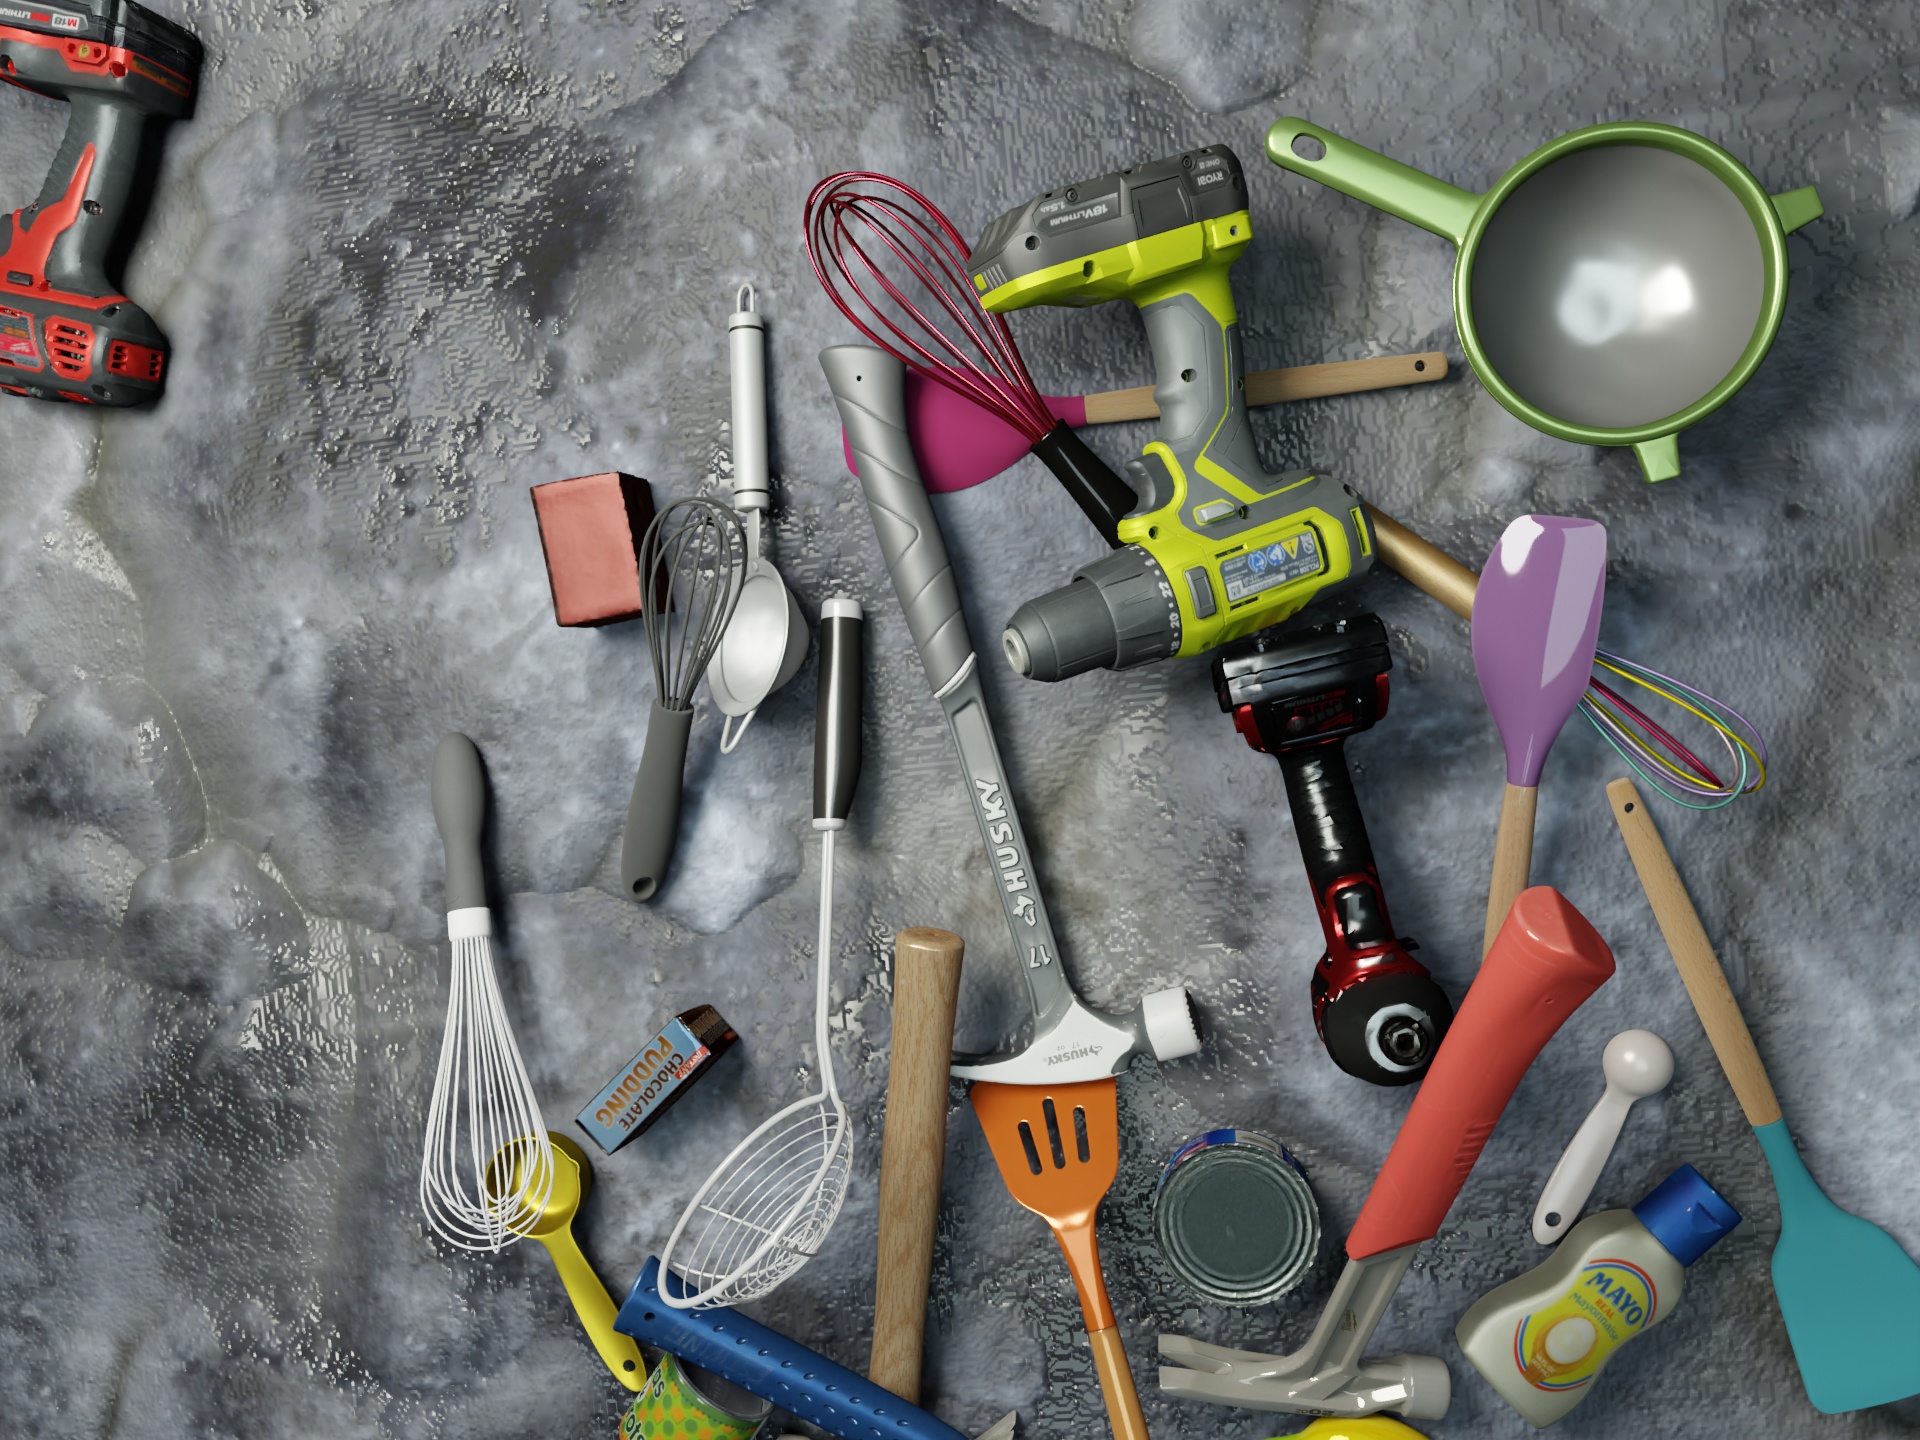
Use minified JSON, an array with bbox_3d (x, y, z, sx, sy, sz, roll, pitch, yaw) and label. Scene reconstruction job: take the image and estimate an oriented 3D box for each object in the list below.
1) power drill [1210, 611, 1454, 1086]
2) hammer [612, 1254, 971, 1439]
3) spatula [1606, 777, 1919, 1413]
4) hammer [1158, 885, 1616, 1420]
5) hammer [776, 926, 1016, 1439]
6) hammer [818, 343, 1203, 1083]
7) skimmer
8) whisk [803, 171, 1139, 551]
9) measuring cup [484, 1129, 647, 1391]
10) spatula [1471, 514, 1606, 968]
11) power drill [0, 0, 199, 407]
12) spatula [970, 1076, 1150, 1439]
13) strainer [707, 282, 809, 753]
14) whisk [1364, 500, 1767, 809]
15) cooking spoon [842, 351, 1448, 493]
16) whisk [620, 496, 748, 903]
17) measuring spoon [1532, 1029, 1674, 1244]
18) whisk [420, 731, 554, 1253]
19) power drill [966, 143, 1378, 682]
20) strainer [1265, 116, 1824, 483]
[{"bbox_3d":[0.185,0.065,0.769,0.078,0.143,0.220,-13,87,7],"label":"power drill"},{"bbox_3d":[0.006,0.395,0.825,0.405,0.035,0.144,27,102,2],"label":"hammer"},{"bbox_3d":[0.394,0.176,0.788,0.082,0.044,0.317,-24,87,12],"label":"spatula"},{"bbox_3d":[0.196,0.212,0.719,0.149,0.037,0.358,7,129,-2],"label":"hammer"},{"bbox_3d":[-0.026,0.271,0.841,0.130,0.031,0.331,6,101,6],"label":"hammer"},{"bbox_3d":[-0.001,-0.003,0.841,0.149,0.036,0.409,-17,90,12],"label":"hammer"},{"bbox_3d":[-0.098,0.112,0.824,0.090,0.127,0.363,6,81,-25],"label":"skimmer"},{"bbox_3d":[0.030,-0.160,0.812,0.073,0.073,0.295,-43,99,8],"label":"whisk"},{"bbox_3d":[-0.213,0.303,0.896,0.062,0.029,0.156,-28,90,9],"label":"measuring cup"},{"bbox_3d":[0.275,0.056,0.794,0.060,0.018,0.316,8,102,26],"label":"spatula"},{"bbox_3d":[-0.539,-0.301,0.907,0.188,0.080,0.226,12,96,9],"label":"power drill"},{"bbox_3d":[0.079,0.330,0.801,0.081,0.041,0.323,-16,75,4],"label":"spatula"},{"bbox_3d":[-0.110,-0.111,0.861,0.087,0.050,0.258,-8,83,52],"label":"strainer"},{"bbox_3d":[0.292,-0.035,0.802,0.245,0.047,0.051,36,98,11],"label":"whisk"},{"bbox_3d":[0.092,-0.167,0.838,0.319,0.017,0.069,-5,91,10],"label":"cooking spoon"},{"bbox_3d":[-0.156,-0.006,0.844,0.055,0.055,0.239,17,112,8],"label":"whisk"},{"bbox_3d":[0.326,0.216,0.812,0.034,0.018,0.124,27,96,7],"label":"measuring spoon"},{"bbox_3d":[-0.265,0.144,0.869,0.070,0.070,0.285,-11,77,9],"label":"whisk"},{"bbox_3d":[0.086,-0.140,0.767,0.190,0.080,0.228,-20,100,-15],"label":"power drill"},{"bbox_3d":[0.268,-0.230,0.783,0.256,0.069,0.151,27,98,8],"label":"strainer"}]
